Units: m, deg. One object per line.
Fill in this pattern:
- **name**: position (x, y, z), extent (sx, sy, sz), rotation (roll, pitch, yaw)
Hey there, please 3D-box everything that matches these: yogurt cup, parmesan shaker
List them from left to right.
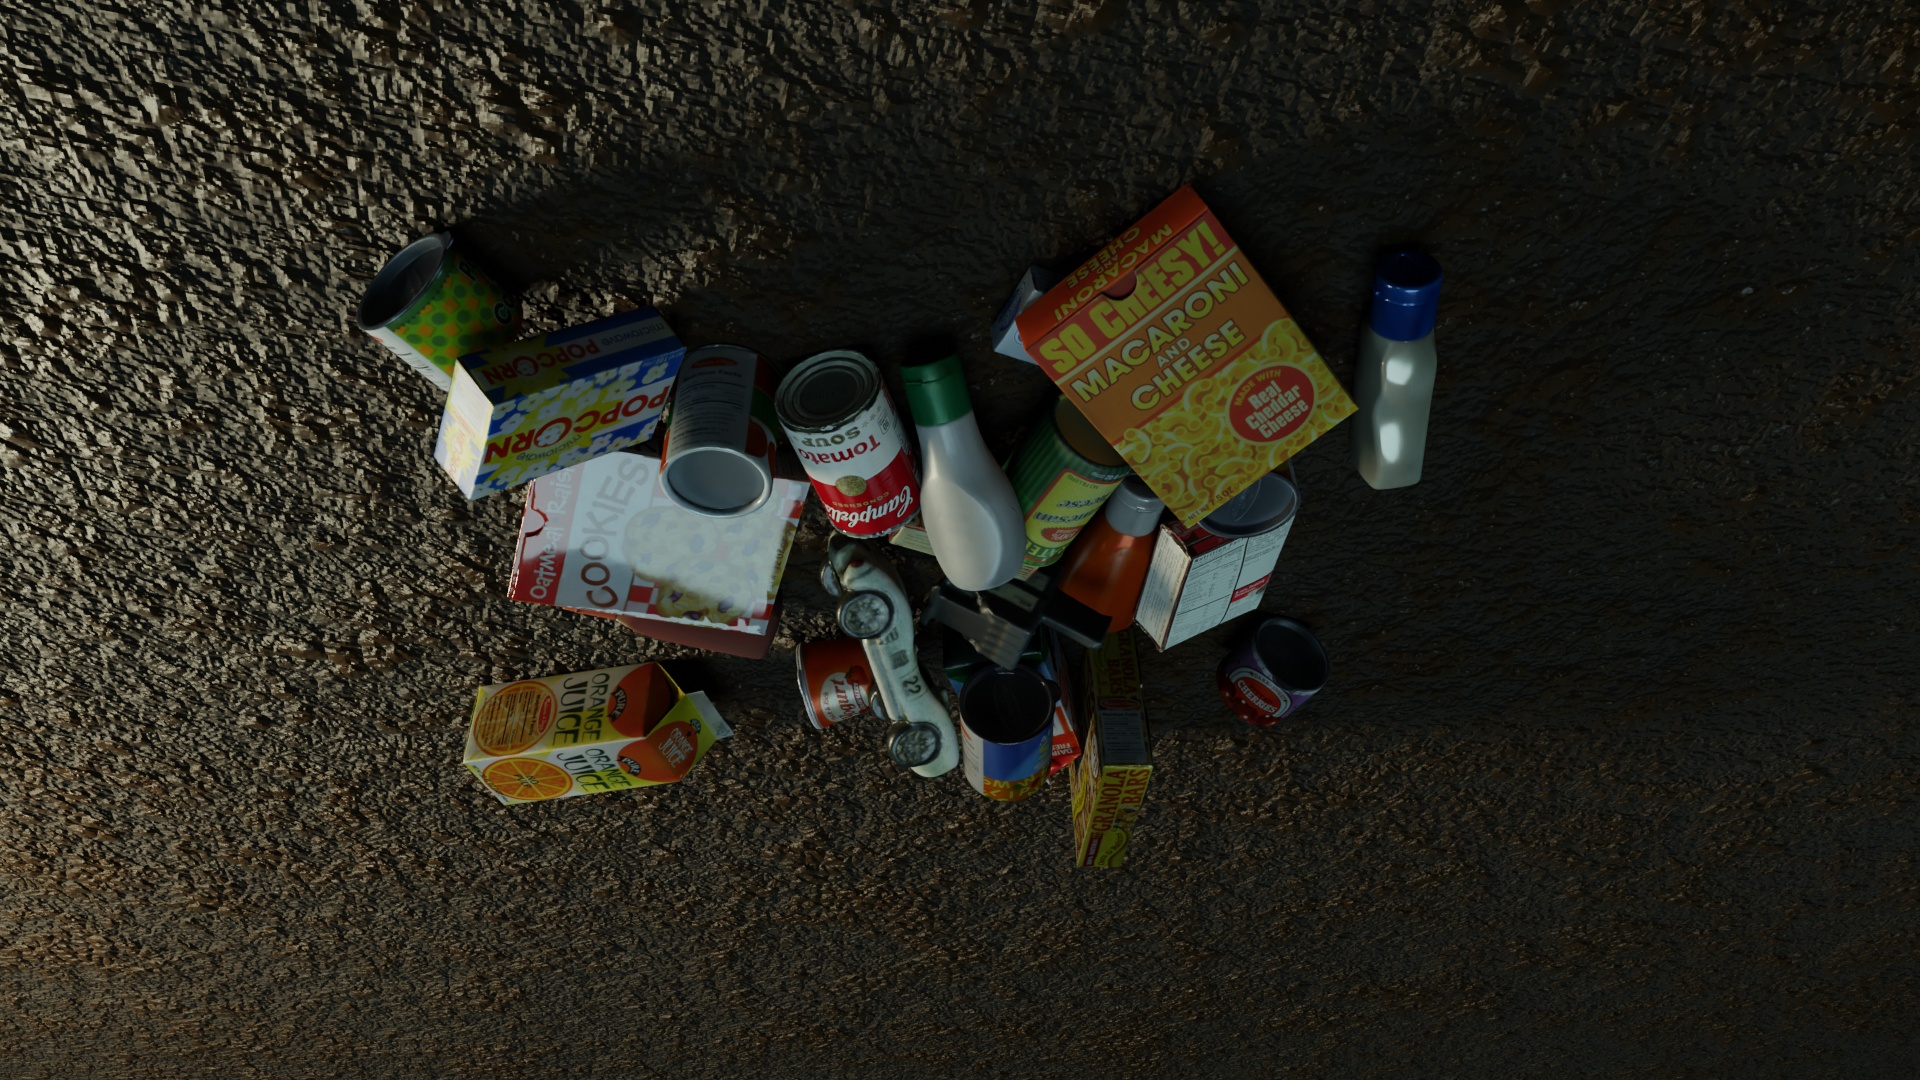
- **yogurt cup**: position (-0.090, 0.105, 1.057), extent (0.054, 0.073, 0.072), rotation (-14, 141, 2)
- **parmesan shaker**: position (0.059, -0.039, 0.878), extent (0.071, 0.072, 0.102), rotation (15, 138, -20)

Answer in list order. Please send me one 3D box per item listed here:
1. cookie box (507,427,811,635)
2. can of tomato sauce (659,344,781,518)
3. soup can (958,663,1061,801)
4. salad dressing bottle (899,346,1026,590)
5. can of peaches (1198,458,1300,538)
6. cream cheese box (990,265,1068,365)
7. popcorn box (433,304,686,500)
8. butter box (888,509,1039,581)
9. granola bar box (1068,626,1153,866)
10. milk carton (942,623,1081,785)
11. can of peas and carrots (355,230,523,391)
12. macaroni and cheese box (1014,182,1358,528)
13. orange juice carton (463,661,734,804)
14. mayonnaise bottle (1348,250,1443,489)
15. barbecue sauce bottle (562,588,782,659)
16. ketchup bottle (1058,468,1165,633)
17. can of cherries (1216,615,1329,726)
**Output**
- **cookie box**: position (-0.193, -0.009, 0.889), extent (0.167, 0.040, 0.122), rotation (10, 119, -19)
- **can of tomato sauce**: position (-0.141, -0.063, 0.826), extent (0.071, 0.083, 0.070), rotation (-1, 141, -1)
- **soup can**: position (0.036, 0.136, 0.982), extent (0.071, 0.072, 0.083), rotation (-2, 141, 0)
- **salad dressing bottle**: position (-0.001, -0.043, 0.844), extent (0.064, 0.044, 0.147), rotation (3, 119, 37)
- **can of peaches**: position (0.176, -0.044, 0.885), extent (0.071, 0.058, 0.071), rotation (-1, 142, -1)
- **cream cheese box**: position (0.076, -0.121, 0.811), extent (0.104, 0.024, 0.053), rotation (15, 137, -20)
- **popcorn box**: position (-0.224, -0.079, 0.784), extent (0.127, 0.038, 0.084), rotation (-26, 161, -41)
- **butter box**: position (0.003, -0.012, 0.922), extent (0.103, 0.053, 0.024), rotation (16, 140, -21)
- **granola bar box**: position (0.114, 0.164, 1.089), extent (0.039, 0.125, 0.164), rotation (0, 141, -4)
- **milk carton**: position (0.046, 0.114, 1.066), extent (0.073, 0.073, 0.189), rotation (-11, 141, 11)
- **can of peas and carrots**: position (-0.281, -0.125, 0.757), extent (0.071, 0.071, 0.058), rotation (-22, 138, 23)
- **macaroni and cheese box**: position (0.130, -0.099, 0.787), extent (0.123, 0.040, 0.166), rotation (-37, 123, 16)
- **orange juice carton**: position (-0.282, 0.149, 1.095), extent (0.193, 0.073, 0.071), rotation (-9, 140, 8)
- **mayonnaise bottle**: position (0.256, -0.100, 0.817), extent (0.041, 0.065, 0.147), rotation (-8, 138, 2)
- **barbecue sauce bottle**: position (-0.206, 0.046, 0.993), extent (0.149, 0.044, 0.064), rotation (13, 139, -17)
- **ketchup bottle**: position (0.108, 0.007, 0.957), extent (0.065, 0.044, 0.148), rotation (4, 141, -10)
- **can of cherries**: position (0.237, 0.102, 1.061), extent (0.071, 0.072, 0.058), rotation (14, 140, -19)
